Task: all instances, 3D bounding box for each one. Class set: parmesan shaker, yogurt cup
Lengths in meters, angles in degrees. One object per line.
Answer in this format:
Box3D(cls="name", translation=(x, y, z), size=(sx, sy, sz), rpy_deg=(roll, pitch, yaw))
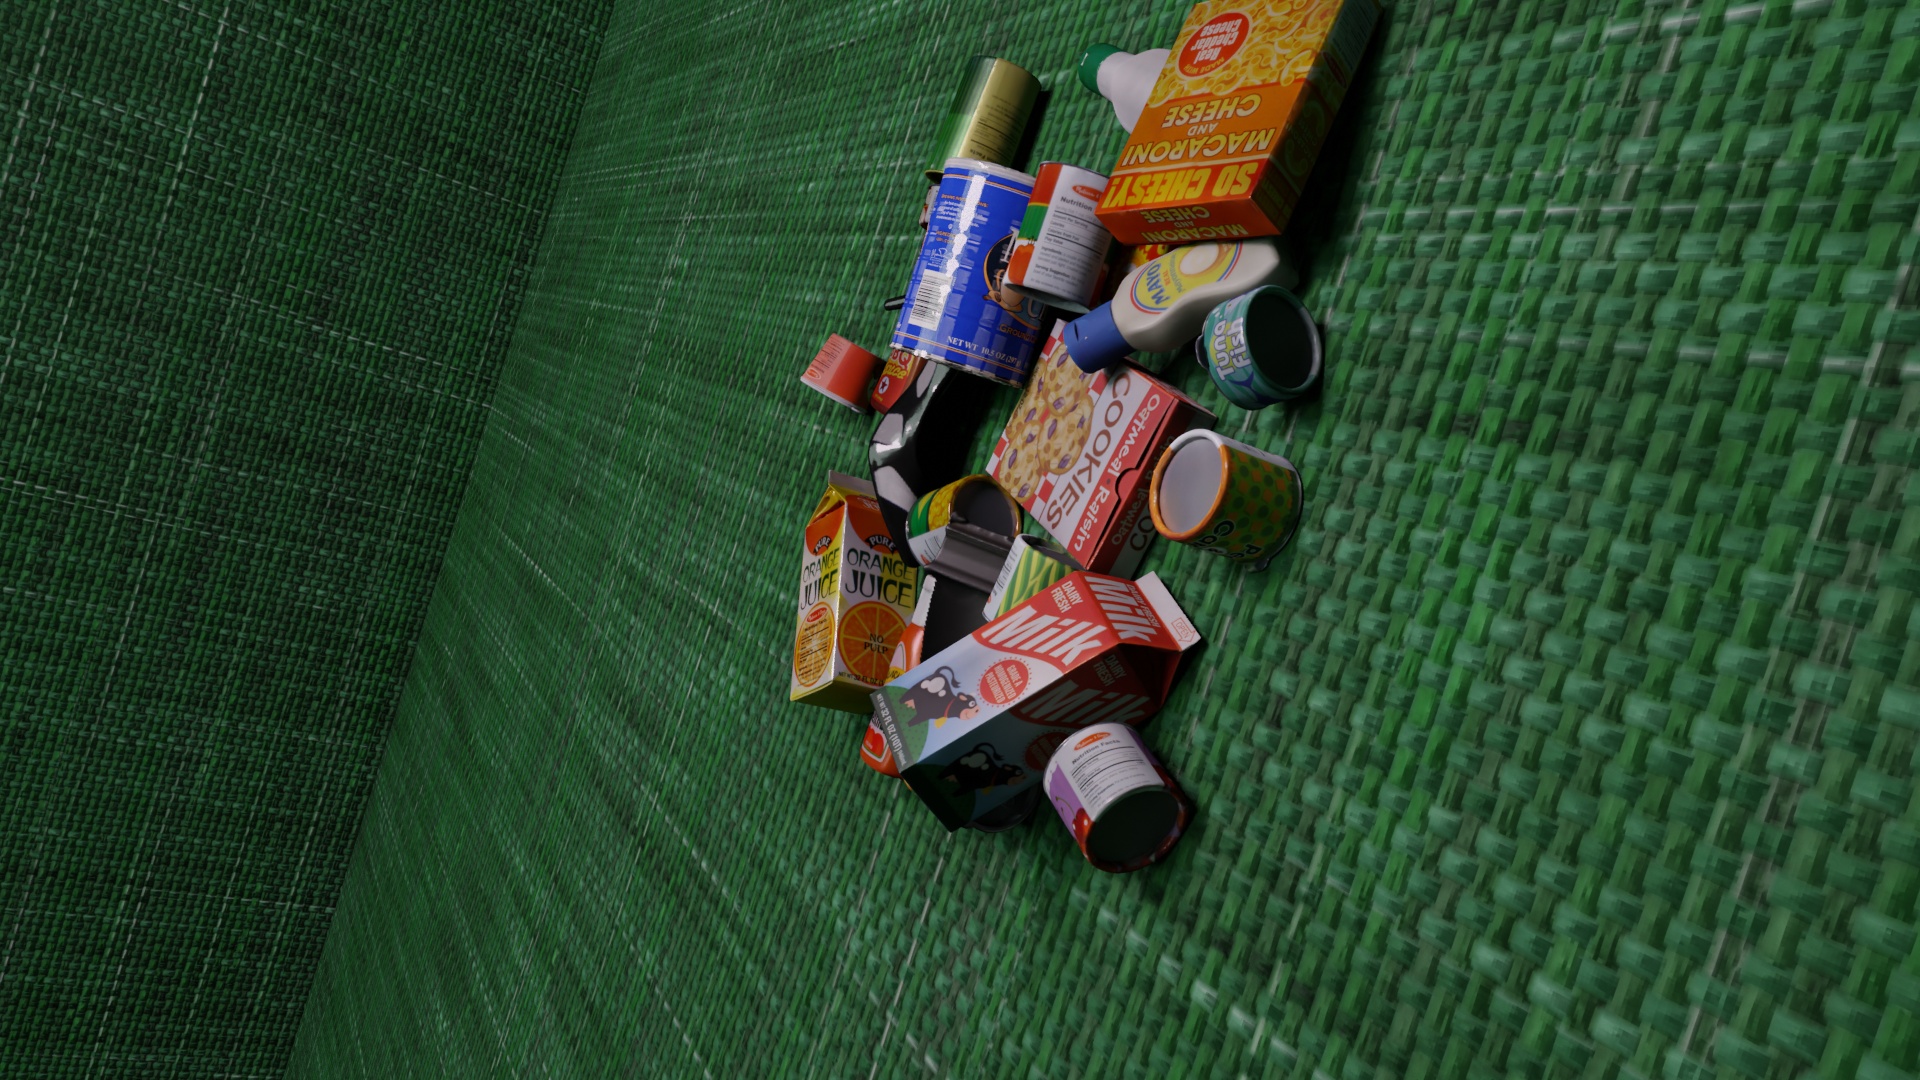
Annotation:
Box3D(cls="parmesan shaker", translation=(0.021, -0.339, 1.152), size=(0.071, 0.071, 0.103), rpy_deg=(22, 91, 60))
Box3D(cls="yogurt cup", translation=(-0.105, -0.154, 1.272), size=(0.054, 0.072, 0.072), rpy_deg=(-61, 31, 4))

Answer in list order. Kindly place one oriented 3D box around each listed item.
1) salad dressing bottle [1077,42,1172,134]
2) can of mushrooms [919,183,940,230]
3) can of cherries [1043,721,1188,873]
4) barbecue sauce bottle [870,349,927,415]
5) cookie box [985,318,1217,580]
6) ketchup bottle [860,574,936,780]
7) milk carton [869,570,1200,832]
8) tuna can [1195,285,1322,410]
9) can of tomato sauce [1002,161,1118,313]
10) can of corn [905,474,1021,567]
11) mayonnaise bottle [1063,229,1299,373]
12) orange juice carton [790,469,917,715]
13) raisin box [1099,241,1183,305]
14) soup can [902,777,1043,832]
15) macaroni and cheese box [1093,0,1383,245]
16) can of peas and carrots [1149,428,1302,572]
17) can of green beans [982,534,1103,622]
Box3D(cls="salad dressing bottle", translation=(0.129, -0.324, 0.991), size=(0.064, 0.044, 0.148), rpy_deg=(-64, 30, 20))
Box3D(cls="can of mushrooms", translation=(0.002, -0.268, 1.152), size=(0.071, 0.071, 0.033), rpy_deg=(18, 92, 60))
Box3D(cls="can of cherries", translation=(0.090, 0.149, 0.800), size=(0.071, 0.071, 0.058), rpy_deg=(-62, 33, 19))
Box3D(cls="barbecue sauce bottle", translation=(-0.027, -0.172, 1.170), size=(0.148, 0.044, 0.065), rpy_deg=(-66, 30, 11))
Box3D(cls="cookie box", translation=(0.088, -0.064, 0.931), size=(0.122, 0.040, 0.168), rpy_deg=(-64, 31, 15))
Box3D(cls="ketchup bottle", translation=(-0.031, 0.101, 1.041), size=(0.065, 0.043, 0.148), rpy_deg=(24, 96, 68))
Box3D(cls="milk carton", translation=(0.049, 0.088, 0.842), size=(0.190, 0.073, 0.072), rpy_deg=(-32, 40, 3))
Box3D(cls="tuna can", translation=(0.170, -0.110, 0.788), size=(0.032, 0.071, 0.071), rpy_deg=(-18, 61, 54))
Box3D(cls="can of tomato sauce", translation=(0.071, -0.199, 0.921), size=(0.071, 0.071, 0.083), rpy_deg=(23, 96, 60))
Box3D(cls="can of corn", translation=(0.004, -0.013, 1.020), size=(0.058, 0.071, 0.071), rpy_deg=(-21, 58, 53))
Box3D(cls="mayonnaise bottle", translation=(0.133, -0.151, 0.859), size=(0.147, 0.041, 0.065), rpy_deg=(-26, 53, 29))
Box3D(cls="orange juice carton", translation=(-0.084, 0.038, 1.133), size=(0.072, 0.072, 0.193), rpy_deg=(-28, 53, 51))
Box3D(cls="raisin box", translation=(0.138, -0.202, 0.919), size=(0.122, 0.040, 0.086), rpy_deg=(-56, 35, 29))
Box3D(cls="soup can", translation=(0.004, 0.154, 0.931), size=(0.084, 0.071, 0.071), rpy_deg=(9, 83, 60))
Box3D(cls="macaroni and cheese box", translation=(0.167, -0.258, 0.839), size=(0.123, 0.040, 0.167), rpy_deg=(9, 68, 49))
Box3D(cls="can of peas and carrots", translation=(0.149, -0.022, 0.790), size=(0.070, 0.059, 0.071), rpy_deg=(-34, 48, 48))
Box3D(cls="can of green beans", translation=(0.056, 0.035, 0.909), size=(0.071, 0.071, 0.057), rpy_deg=(41, 110, 57))
